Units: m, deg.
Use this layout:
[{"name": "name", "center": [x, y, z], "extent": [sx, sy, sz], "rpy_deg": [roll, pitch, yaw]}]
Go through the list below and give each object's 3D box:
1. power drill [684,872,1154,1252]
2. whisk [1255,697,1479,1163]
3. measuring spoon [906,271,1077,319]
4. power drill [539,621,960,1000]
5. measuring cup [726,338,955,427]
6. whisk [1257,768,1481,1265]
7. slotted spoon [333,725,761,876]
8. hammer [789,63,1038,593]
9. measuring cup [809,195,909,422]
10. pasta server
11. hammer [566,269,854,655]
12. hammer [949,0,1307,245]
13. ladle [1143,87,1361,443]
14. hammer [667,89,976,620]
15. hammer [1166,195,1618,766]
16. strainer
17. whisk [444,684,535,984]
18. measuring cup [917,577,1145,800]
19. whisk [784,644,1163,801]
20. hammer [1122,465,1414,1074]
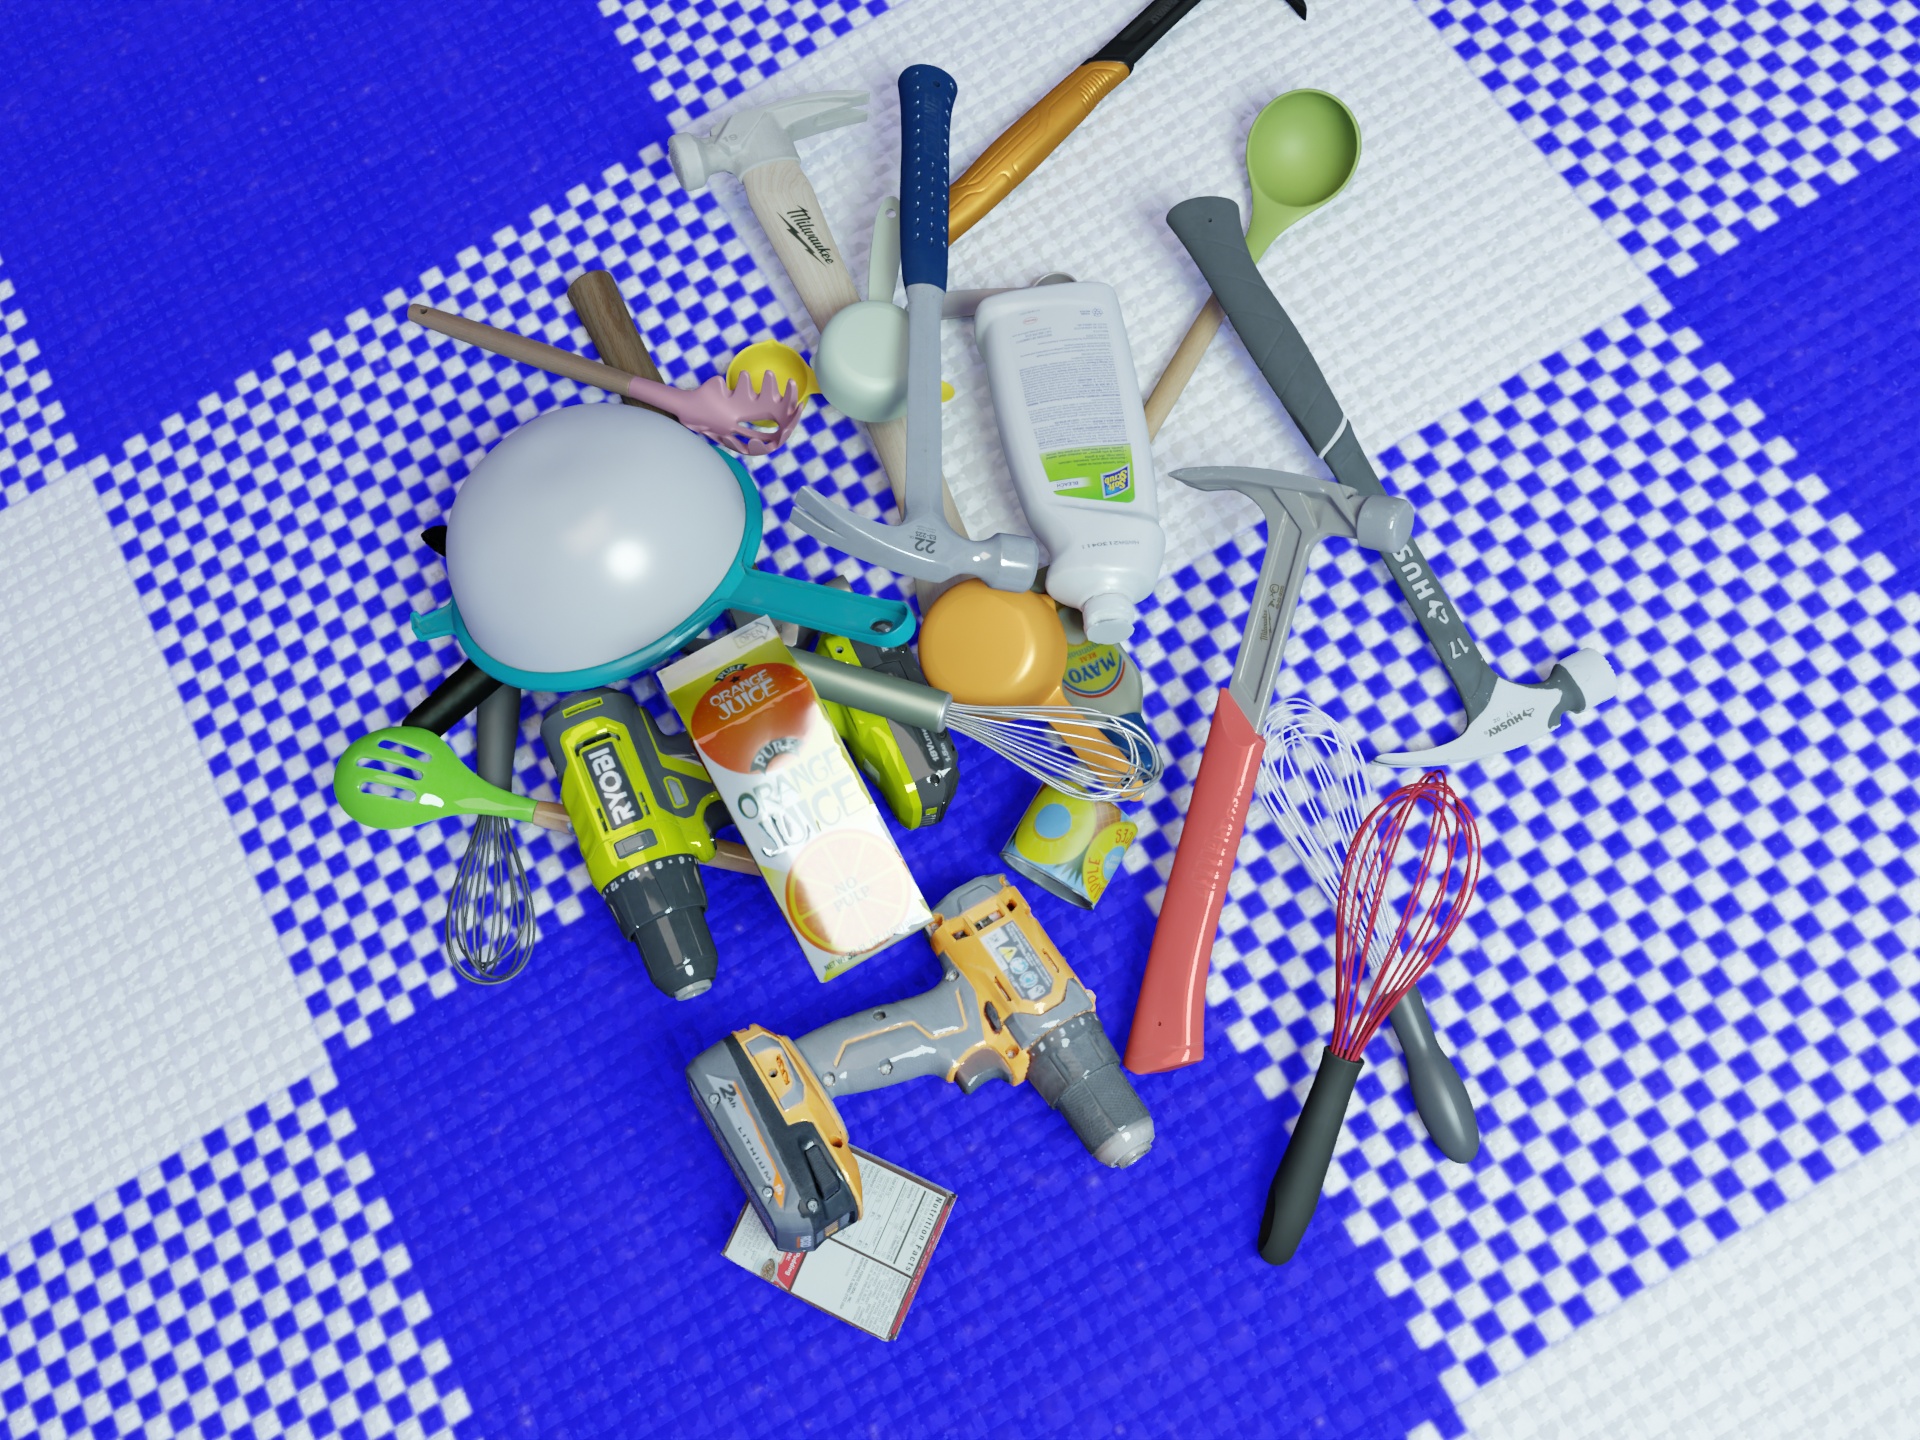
[{"name": "power drill", "center": [-0.018, 0.211, 0.901], "extent": [0.226, 0.084, 0.185], "rpy_deg": [-28, 66, -19]}, {"name": "whisk", "center": [0.241, 0.119, 0.930], "extent": [0.070, 0.070, 0.285], "rpy_deg": [-20, 76, 2]}, {"name": "measuring spoon", "center": [0.023, -0.288, 1.106], "extent": [0.124, 0.018, 0.034], "rpy_deg": [-2, 75, 14]}, {"name": "power drill", "center": [-0.120, 0.046, 0.966], "extent": [0.228, 0.080, 0.191], "rpy_deg": [-22, 74, -11]}, {"name": "measuring cup", "center": [-0.082, -0.226, 1.099], "extent": [0.156, 0.029, 0.062], "rpy_deg": [3, 74, -3]}, {"name": "whisk", "center": [0.219, 0.167, 0.881], "extent": [0.073, 0.073, 0.296], "rpy_deg": [19, 98, 13]}, {"name": "slotted spoon", "center": [-0.240, 0.061, 0.997], "extent": [0.313, 0.031, 0.070], "rpy_deg": [13, 67, -2]}, {"name": "hammer", "center": [-0.028, -0.264, 1.006], "extent": [0.144, 0.035, 0.406], "rpy_deg": [8, 60, -16]}, {"name": "measuring cup", "center": [-0.052, -0.279, 1.043], "extent": [0.083, 0.038, 0.168], "rpy_deg": [7, 75, -6]}, {"name": "pasta server", "center": [-0.247, -0.240, 1.082], "extent": [0.316, 0.040, 0.060], "rpy_deg": [21, 65, 15]}, {"name": "hammer", "center": [-0.195, -0.176, 1.091], "extent": [0.130, 0.031, 0.331], "rpy_deg": [-29, 71, -2]}, {"name": "hammer", "center": [0.093, -0.443, 1.130], "extent": [0.337, 0.034, 0.127], "rpy_deg": [-44, 72, -6]}, {"name": "ladle", "center": [0.170, -0.280, 1.059], "extent": [0.078, 0.062, 0.320], "rpy_deg": [28, 82, 16]}, {"name": "hammer", "center": [-0.056, -0.242, 1.072], "extent": [0.146, 0.038, 0.411], "rpy_deg": [-21, 77, -12]}, {"name": "hammer", "center": [0.239, -0.158, 0.999], "extent": [0.149, 0.036, 0.409], "rpy_deg": [-28, 79, 1]}, {"name": "strainer", "center": [-0.182, -0.112, 0.949], "extent": [0.340, 0.095, 0.211], "rpy_deg": [16, 60, 29]}, {"name": "whisk", "center": [-0.300, 0.054, 1.030], "extent": [0.055, 0.055, 0.239], "rpy_deg": [-7, 68, 6]}, {"name": "measuring cup", "center": [0.045, -0.016, 0.960], "extent": [0.095, 0.052, 0.174], "rpy_deg": [-46, 72, 8]}, {"name": "whisk", "center": [-0.001, -0.003, 0.926], "extent": [0.246, 0.057, 0.059], "rpy_deg": [16, 38, 7]}, {"name": "hammer", "center": [0.148, 0.030, 0.933], "extent": [0.149, 0.036, 0.359], "rpy_deg": [16, 92, 35]}]
